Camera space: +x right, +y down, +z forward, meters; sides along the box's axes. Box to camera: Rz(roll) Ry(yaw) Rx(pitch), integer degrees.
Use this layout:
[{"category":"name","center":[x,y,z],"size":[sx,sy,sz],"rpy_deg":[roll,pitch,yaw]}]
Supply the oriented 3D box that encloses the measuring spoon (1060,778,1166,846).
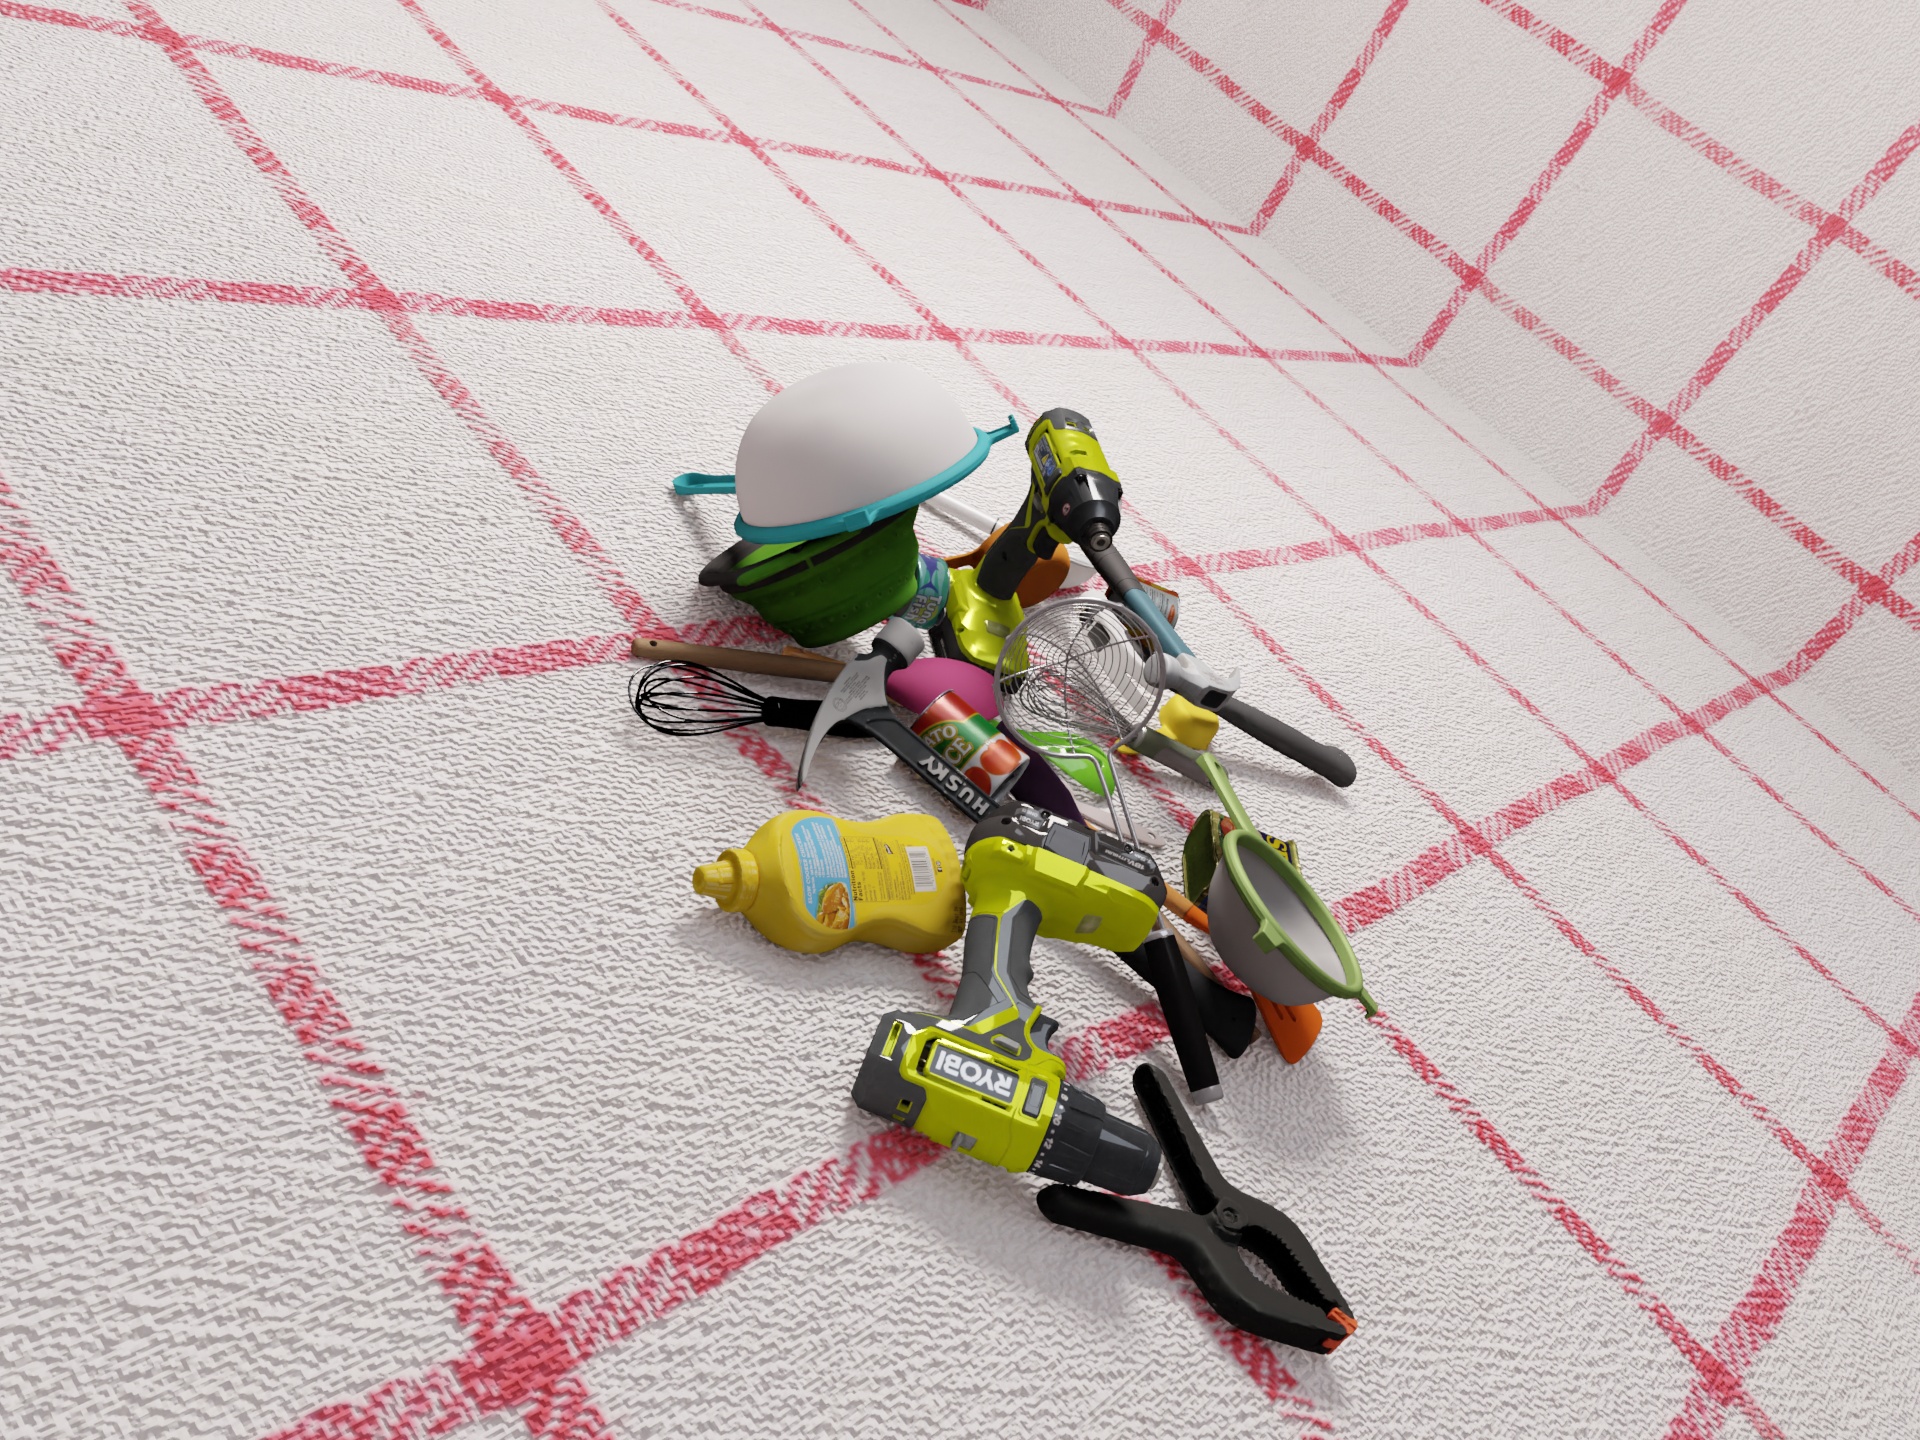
[{"category":"measuring spoon","center":[0.121,0.076,1.331],"size":[0.124,0.018,0.034],"rpy_deg":[24,33,-14]}]

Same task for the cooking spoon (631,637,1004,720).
[{"category":"cooking spoon","center":[-0.105,-0.039,1.261],"size":[0.318,0.017,0.069],"rpy_deg":[6,52,-27]}]

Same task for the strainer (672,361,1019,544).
[{"category":"strainer","center":[-0.135,-0.225,1.268],"size":[0.340,0.095,0.211],"rpy_deg":[7,34,44]}]

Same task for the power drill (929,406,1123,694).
[{"category":"power drill","center":[0.059,-0.137,1.372],"size":[0.080,0.223,0.171],"rpy_deg":[17,35,-24]}]

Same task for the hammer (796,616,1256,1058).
[{"category":"hammer","center":[0.057,0.107,1.177],"size":[0.409,0.036,0.149],"rpy_deg":[41,70,0]}]

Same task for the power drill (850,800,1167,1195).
[{"category":"power drill","center":[0.055,0.179,1.012],"size":[0.190,0.080,0.229],"rpy_deg":[22,51,0]}]

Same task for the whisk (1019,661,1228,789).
[{"category":"whisk","center":[0.149,0.011,1.402],"size":[0.246,0.057,0.059],"rpy_deg":[26,34,-31]}]

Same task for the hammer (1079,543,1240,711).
[{"category":"hammer","center":[0.154,-0.121,1.461],"size":[0.128,0.033,0.331],"rpy_deg":[20,28,-38]}]

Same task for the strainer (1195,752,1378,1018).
[{"category":"strainer","center":[0.215,0.126,1.229],"size":[0.151,0.069,0.257],"rpy_deg":[33,23,-36]}]

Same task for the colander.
[{"category":"colander","center":[-0.102,-0.148,1.368],"size":[0.397,0.204,0.094],"rpy_deg":[-90,155,-71]}]

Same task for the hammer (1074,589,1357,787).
[{"category":"hammer","center":[0.252,-0.008,1.488],"size":[0.334,0.035,0.146],"rpy_deg":[26,25,-30]}]

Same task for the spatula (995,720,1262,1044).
[{"category":"spatula","center":[0.124,0.127,1.245],"size":[0.018,0.059,0.316],"rpy_deg":[-29,70,-38]}]

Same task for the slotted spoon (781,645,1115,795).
[{"category":"slotted spoon","center":[-0.002,-0.004,1.326],"size":[0.313,0.031,0.070],"rpy_deg":[20,28,-18]}]

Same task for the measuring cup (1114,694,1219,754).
[{"category":"measuring cup","center":[0.191,0.006,1.479],"size":[0.062,0.029,0.156],"rpy_deg":[46,32,20]}]

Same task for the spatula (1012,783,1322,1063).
[{"category":"spatula","center":[0.157,0.145,1.270],"size":[0.323,0.041,0.081],"rpy_deg":[37,32,15]}]

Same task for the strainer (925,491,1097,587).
[{"category":"strainer","center":[0.044,-0.189,1.608],"size":[0.258,0.050,0.087],"rpy_deg":[27,12,1]}]

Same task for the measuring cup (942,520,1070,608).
[{"category":"measuring cup","center":[0.026,-0.136,1.497],"size":[0.173,0.095,0.052],"rpy_deg":[-17,60,-29]}]

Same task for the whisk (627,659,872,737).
[{"category":"whisk","center":[-0.142,-0.009,1.192],"size":[0.238,0.055,0.055],"rpy_deg":[7,40,-42]}]

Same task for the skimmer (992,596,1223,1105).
[{"category":"skimmer","center":[0.122,0.092,1.130],"size":[0.090,0.127,0.363],"rpy_deg":[72,2,-77]}]
